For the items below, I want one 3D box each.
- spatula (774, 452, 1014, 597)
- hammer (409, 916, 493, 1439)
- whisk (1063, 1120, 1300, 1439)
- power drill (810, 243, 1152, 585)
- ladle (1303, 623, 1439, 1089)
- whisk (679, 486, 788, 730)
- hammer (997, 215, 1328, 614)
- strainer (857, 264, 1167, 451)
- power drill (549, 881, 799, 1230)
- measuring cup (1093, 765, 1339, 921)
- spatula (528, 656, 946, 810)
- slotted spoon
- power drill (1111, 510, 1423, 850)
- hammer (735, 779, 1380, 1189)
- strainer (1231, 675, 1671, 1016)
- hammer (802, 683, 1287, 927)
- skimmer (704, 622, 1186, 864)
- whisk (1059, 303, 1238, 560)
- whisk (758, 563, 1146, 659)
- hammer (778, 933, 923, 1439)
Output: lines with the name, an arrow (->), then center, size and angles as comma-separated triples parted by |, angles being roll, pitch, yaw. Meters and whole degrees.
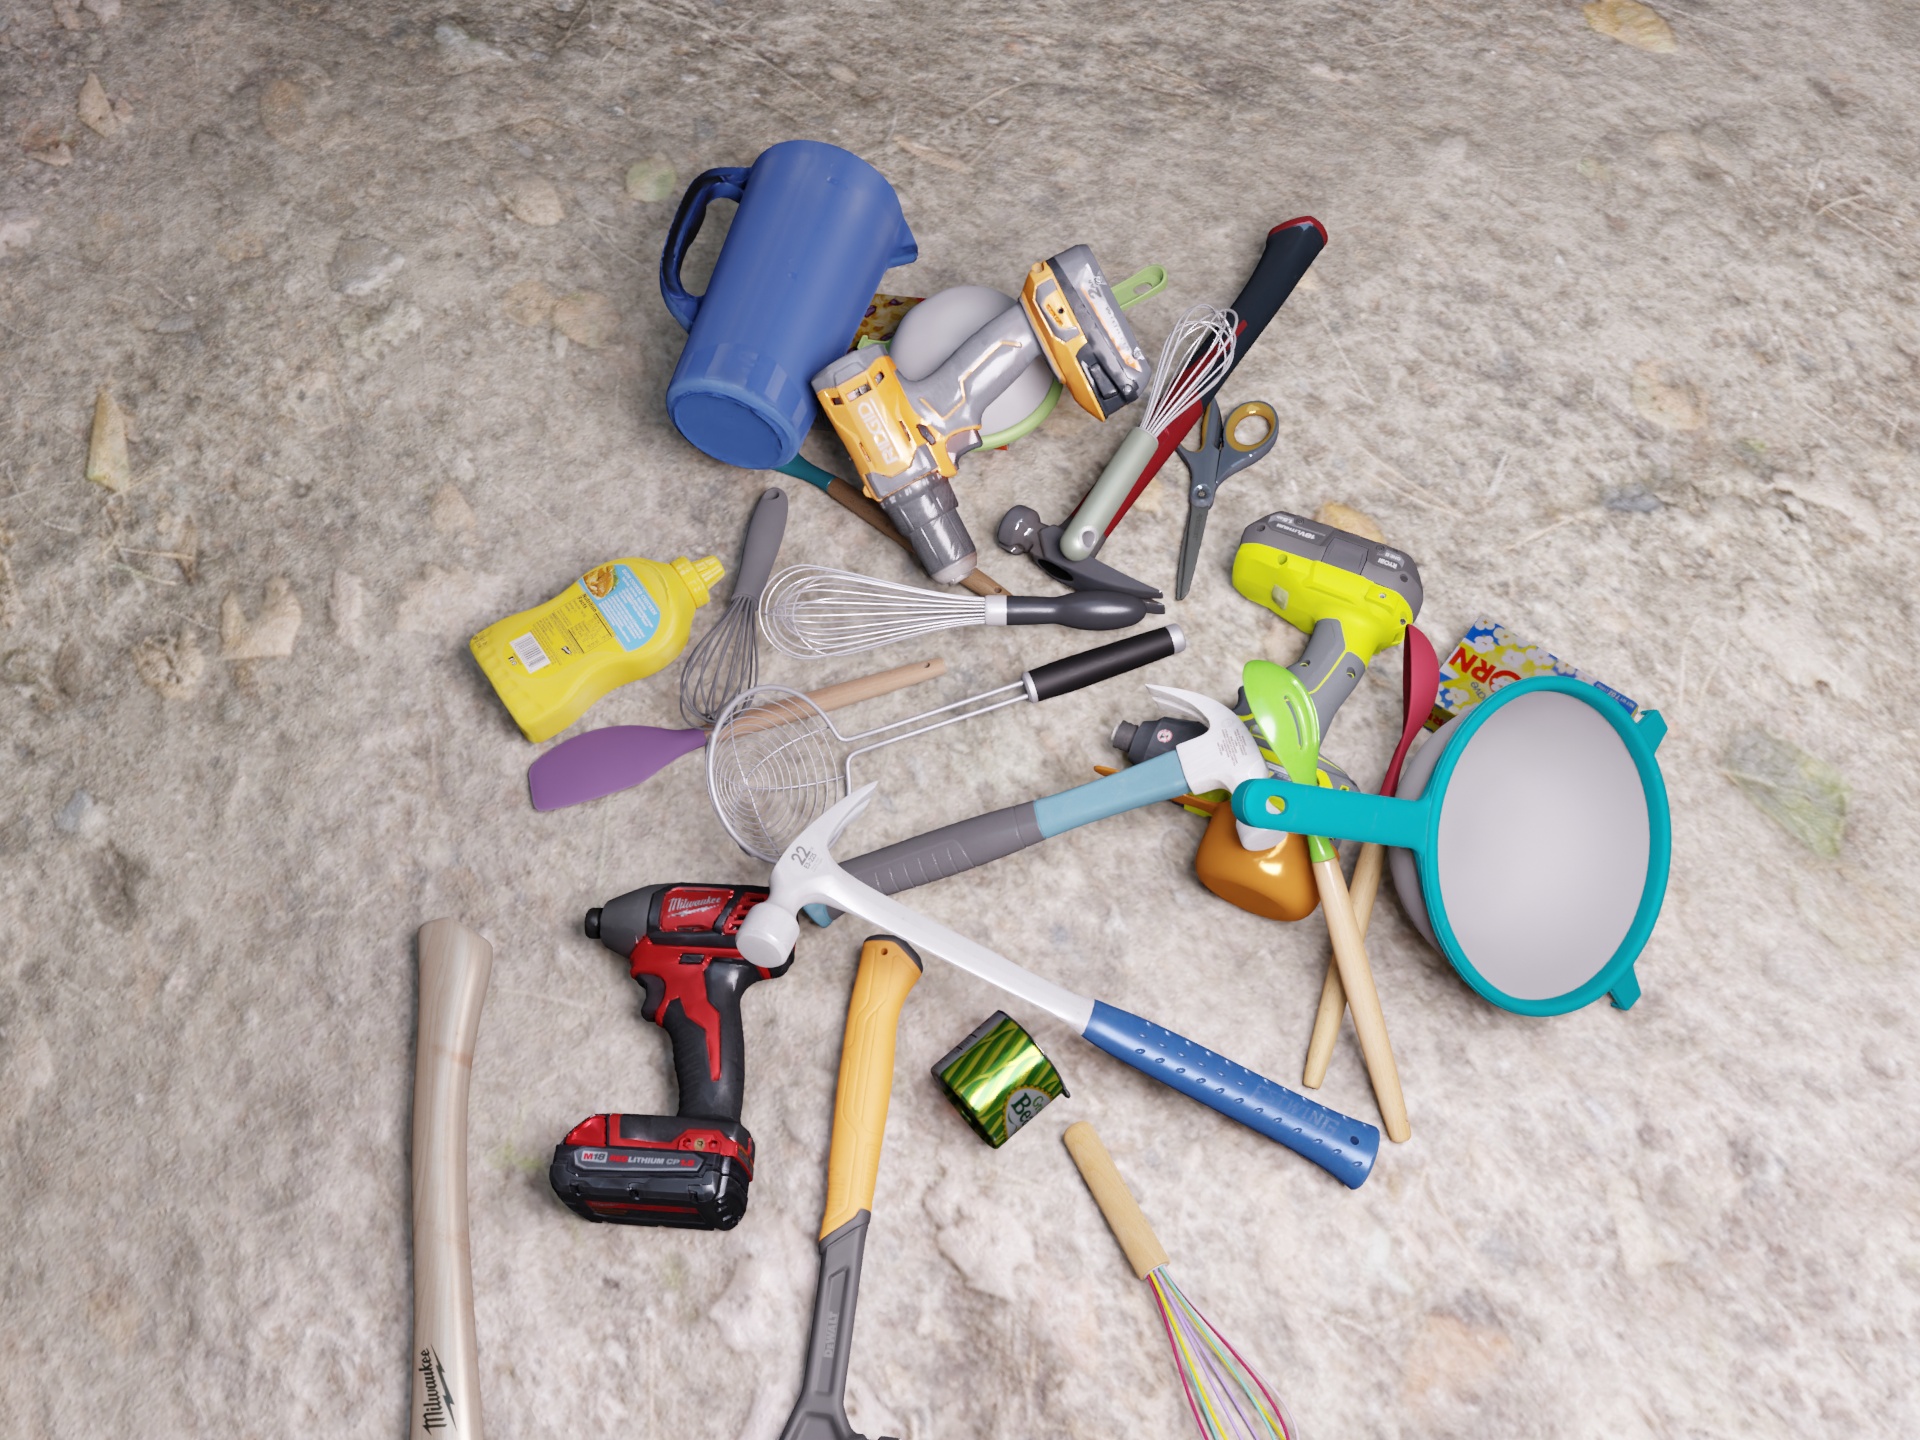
spatula -> -0.083, -0.178, 1.249 | 0.318, 0.044, 0.082 | 35, 66, 20
hammer -> -0.335, 0.320, 0.997 | 0.146, 0.038, 0.411 | -11, 60, 0
whisk -> 0.128, 0.347, 0.945 | 0.047, 0.051, 0.245 | -13, 54, -27
power drill -> 0.027, -0.222, 1.170 | 0.226, 0.084, 0.185 | -27, 96, 7
ladle -> 0.270, 0.087, 1.044 | 0.031, 0.069, 0.315 | 14, 78, 16
whisk -> -0.165, -0.090, 1.200 | 0.055, 0.055, 0.239 | 5, 52, 7
hammer -> 0.194, -0.252, 1.251 | 0.143, 0.038, 0.386 | 29, 70, 24
strainer -> 0.052, -0.313, 1.249 | 0.256, 0.069, 0.152 | -28, 63, -8
power drill -> -0.189, 0.207, 1.027 | 0.143, 0.078, 0.220 | 2, 58, 6
measuring cup -> 0.161, 0.081, 1.057 | 0.174, 0.095, 0.052 | 21, 73, 14
spatula -> -0.163, 0.002, 1.170 | 0.316, 0.018, 0.060 | -16, 57, -3
slotted spoon -> 0.235, 0.111, 0.991 | 0.031, 0.070, 0.314 | -15, 91, 35
power drill -> 0.221, -0.030, 1.124 | 0.171, 0.080, 0.223 | 22, 68, 14
hammer -> 0.071, 0.173, 0.982 | 0.405, 0.035, 0.144 | 27, 48, 0
strainer -> 0.290, 0.068, 0.990 | 0.340, 0.095, 0.211 | 9, 86, -26
hammer -> 0.040, 0.071, 1.054 | 0.331, 0.033, 0.128 | -20, 58, 13
skimmer -> -0.002, -0.004, 1.119 | 0.363, 0.090, 0.127 | -19, 93, -9
whisk -> 0.142, -0.219, 1.200 | 0.059, 0.057, 0.246 | 9, 61, 53
whisk -> -0.006, -0.082, 1.165 | 0.284, 0.070, 0.070 | -1, 61, 2
hammer -> -0.077, 0.293, 0.991 | 0.127, 0.034, 0.337 | 5, 61, 6
